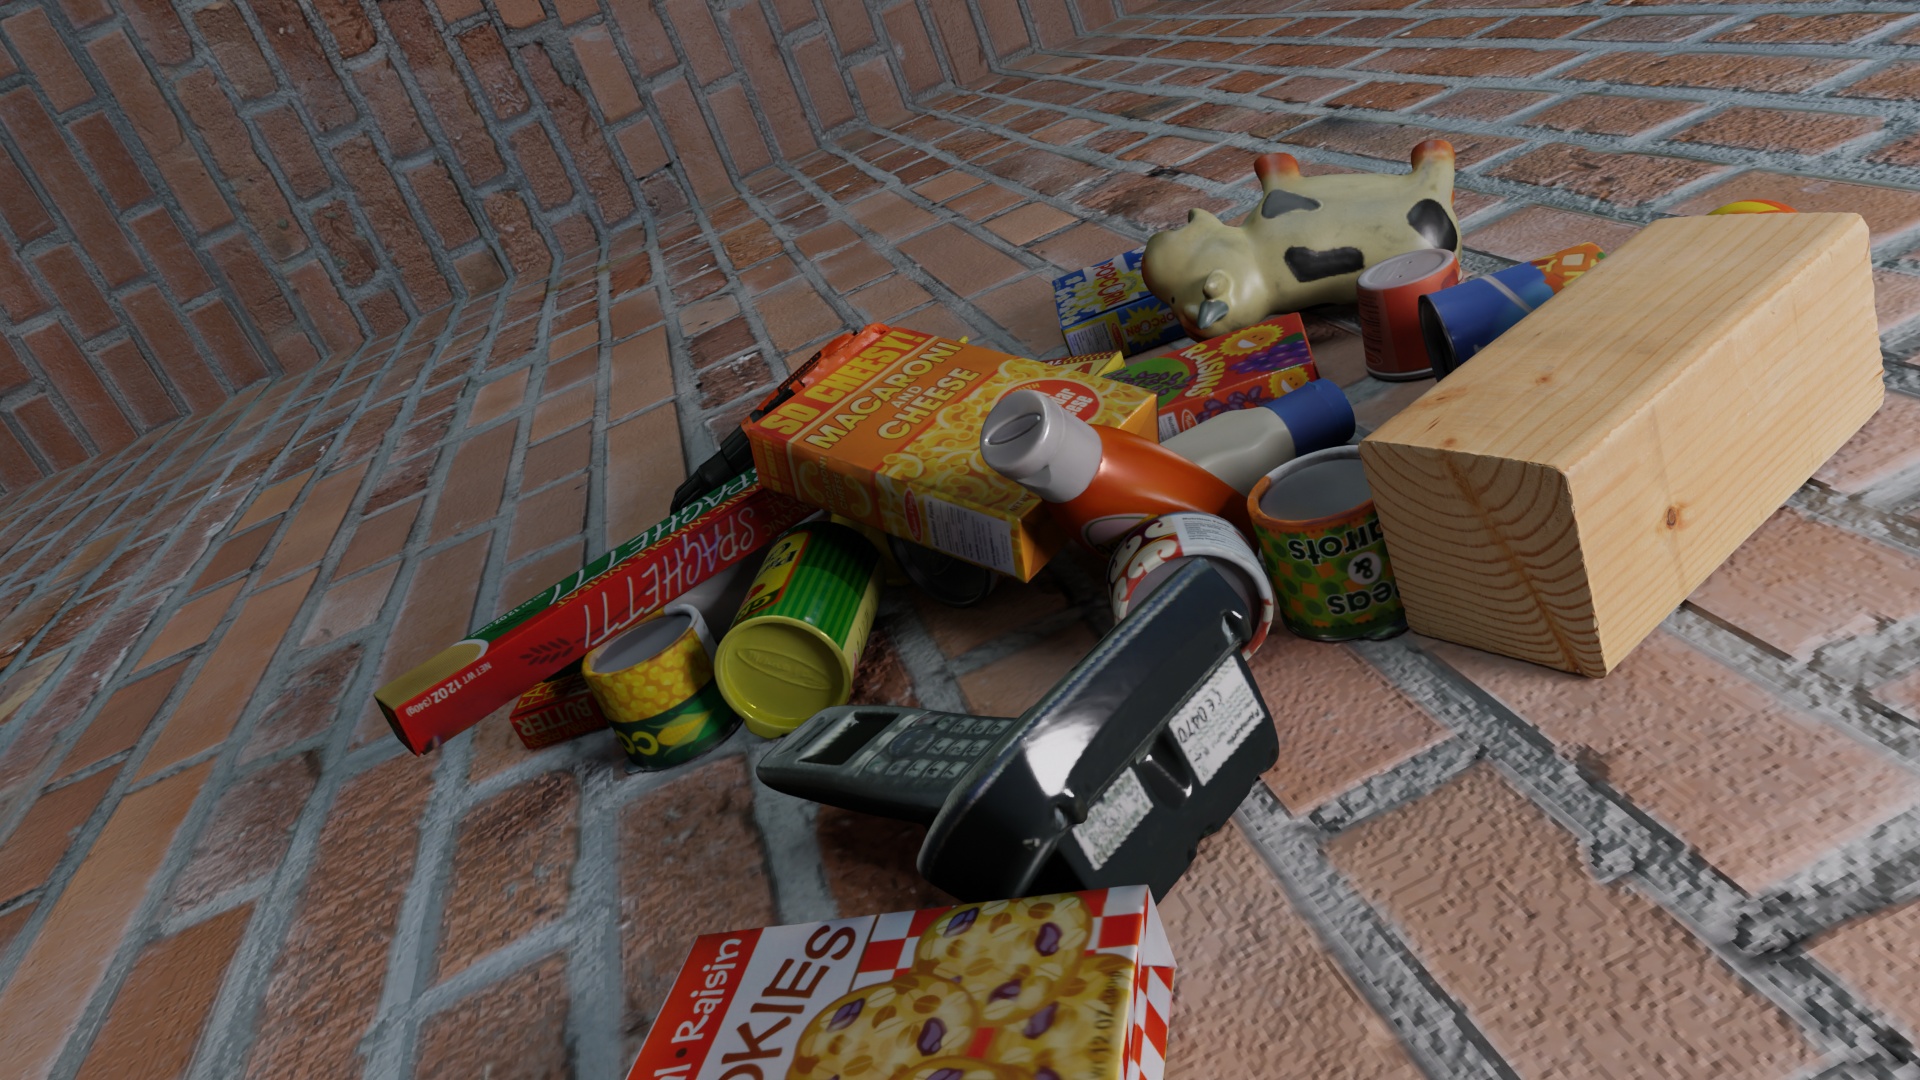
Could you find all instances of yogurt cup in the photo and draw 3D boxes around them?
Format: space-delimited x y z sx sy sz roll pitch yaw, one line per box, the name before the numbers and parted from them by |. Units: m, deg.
yogurt cup | 0.256 -0.129 0.781 0.072 0.053 0.073 -19 23 9

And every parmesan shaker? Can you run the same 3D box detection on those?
parmesan shaker | -0.079 0.043 0.702 0.071 0.071 0.103 -16 24 15

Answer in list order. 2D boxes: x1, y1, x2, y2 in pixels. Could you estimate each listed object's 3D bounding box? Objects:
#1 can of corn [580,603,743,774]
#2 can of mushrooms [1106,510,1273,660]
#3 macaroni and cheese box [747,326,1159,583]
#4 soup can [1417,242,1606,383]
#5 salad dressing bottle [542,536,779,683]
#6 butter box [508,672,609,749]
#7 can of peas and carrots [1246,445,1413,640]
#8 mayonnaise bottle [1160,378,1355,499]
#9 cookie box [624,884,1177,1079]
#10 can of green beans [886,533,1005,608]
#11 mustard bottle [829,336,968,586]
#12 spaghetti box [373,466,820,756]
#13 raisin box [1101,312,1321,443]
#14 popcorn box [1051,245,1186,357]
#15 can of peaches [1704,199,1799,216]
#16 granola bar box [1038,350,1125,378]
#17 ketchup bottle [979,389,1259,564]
can of corn | -0.152 0.075 0.703 0.071 0.058 0.071 -19 24 9
can of mushrooms | 0.095 0.026 0.585 0.071 0.070 0.033 -20 25 7
macaroni and cheese box | -0.003 -0.049 0.696 0.166 0.040 0.124 19 43 32
soup can | 0.281 -0.102 0.692 0.084 0.071 0.071 -18 24 10
salad dressing bottle | -0.164 0.039 0.771 0.148 0.043 0.064 -17 29 -17
butter box | -0.216 0.076 0.798 0.053 0.024 0.104 -17 24 10
can of peas and carrots | 0.161 0.001 0.585 0.071 0.058 0.071 -19 24 9
mayonnaise bottle | 0.132 -0.037 0.715 0.148 0.041 0.065 -26 25 -10
cookie box | -0.025 0.169 0.418 0.167 0.040 0.123 -12 26 20
can of green beans | 0.004 -0.007 0.730 0.071 0.071 0.058 1 33 42
mustard bottle | -0.023 -0.052 0.795 0.048 0.065 0.161 -12 47 45
spaghetti box | -0.178 0.026 0.718 0.251 0.028 0.050 -34 22 -27
raisin box | 0.144 -0.083 0.801 0.123 0.040 0.086 -17 23 15
popcorn box | 0.115 -0.172 1.014 0.085 0.038 0.127 -20 24 9
can of peaches | 0.370 -0.121 0.646 0.071 0.071 0.058 -13 24 21
granola bar box | 0.012 -0.069 0.886 0.165 0.039 0.125 -3 30 37
ketchup bottle | 0.069 -0.021 0.606 0.064 0.148 0.044 -24 55 34
